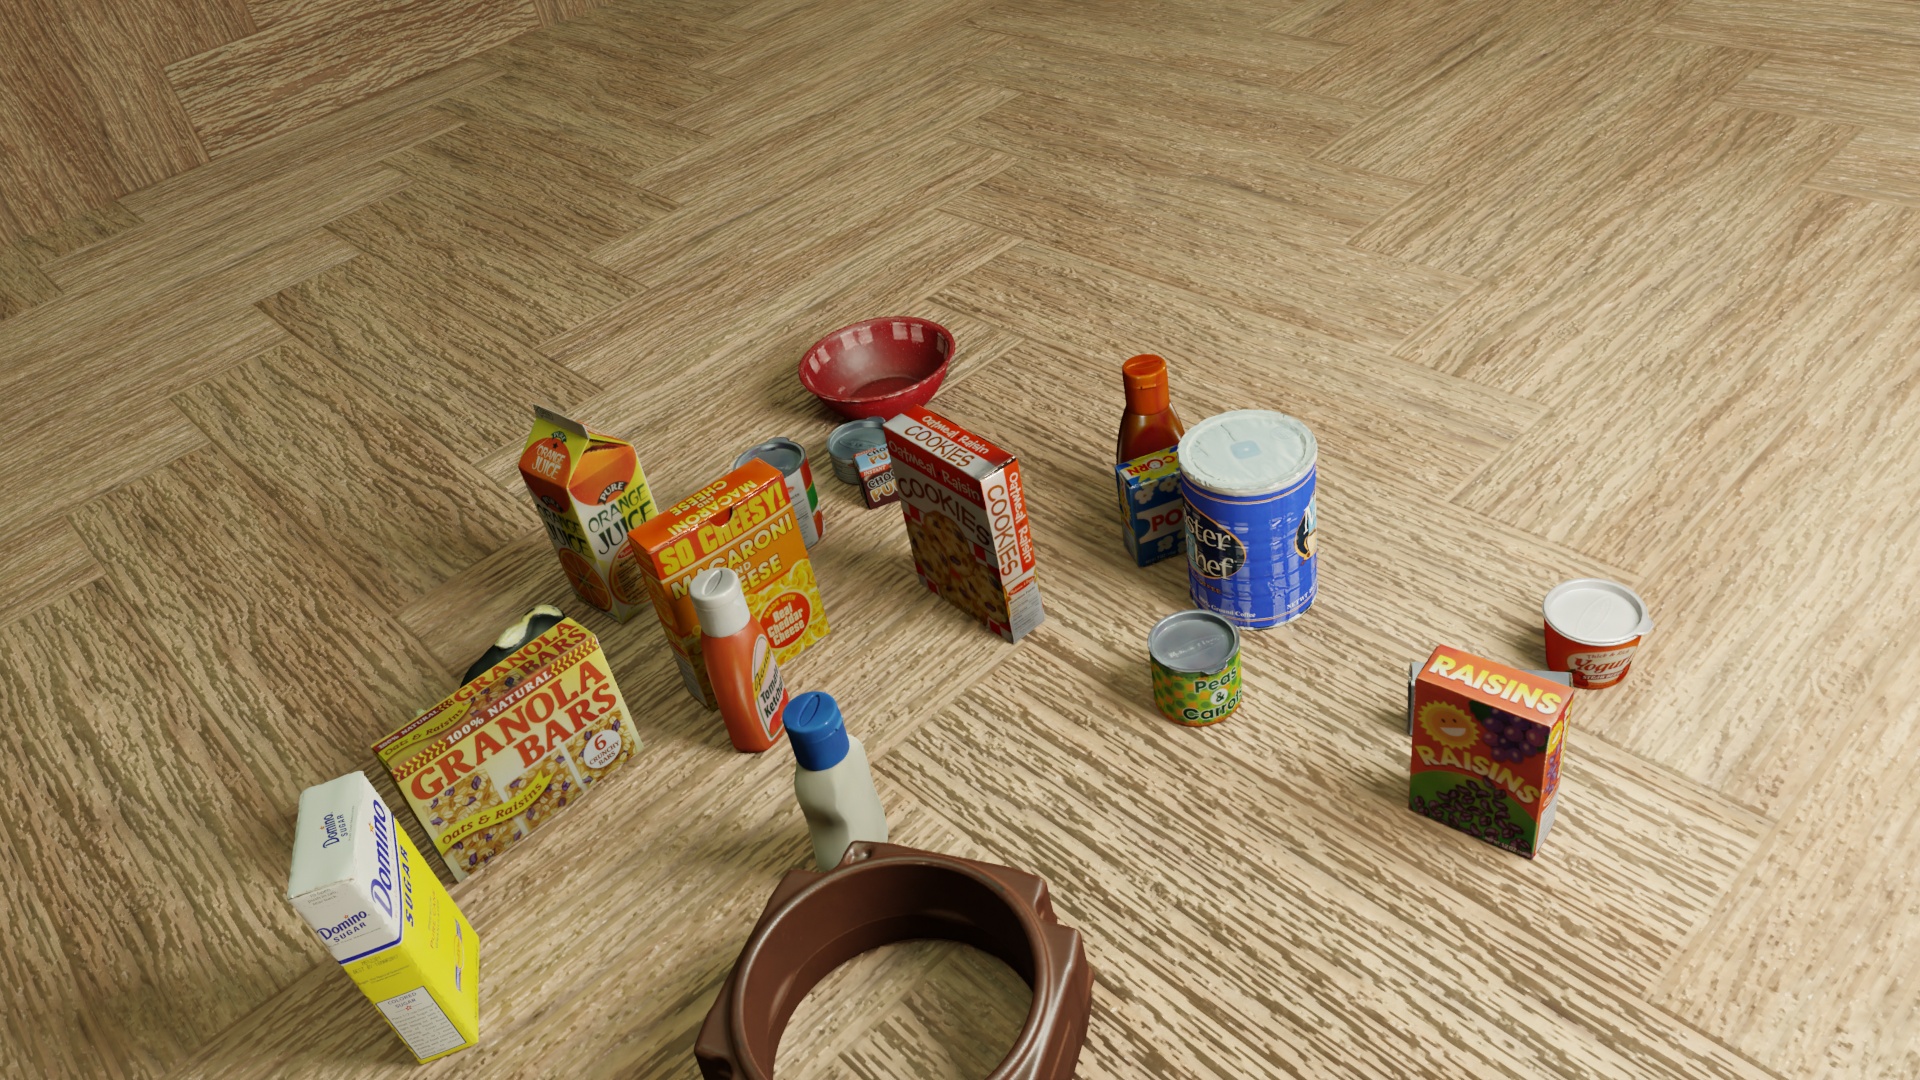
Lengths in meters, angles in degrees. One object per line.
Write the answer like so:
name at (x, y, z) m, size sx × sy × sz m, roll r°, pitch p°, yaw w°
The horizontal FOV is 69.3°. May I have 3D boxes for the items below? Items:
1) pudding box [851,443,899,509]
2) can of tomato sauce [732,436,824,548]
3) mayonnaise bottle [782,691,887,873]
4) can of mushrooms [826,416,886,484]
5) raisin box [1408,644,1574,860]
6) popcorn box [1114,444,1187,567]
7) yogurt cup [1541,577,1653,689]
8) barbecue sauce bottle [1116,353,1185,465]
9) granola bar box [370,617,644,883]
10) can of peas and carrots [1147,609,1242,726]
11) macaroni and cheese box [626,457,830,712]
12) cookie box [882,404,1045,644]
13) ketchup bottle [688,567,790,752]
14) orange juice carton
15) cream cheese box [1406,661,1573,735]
pudding box at (-0.054, -0.067, 1.287) m, size 0.084 × 0.049 × 0.030 m, roll -19°, pitch 38°, yaw -10°
can of tomato sauce at (-0.163, -0.039, 1.253) m, size 0.071 × 0.082 × 0.071 m, roll -7°, pitch 38°, yaw 6°
mayonnaise bottle at (-0.084, 0.164, 0.921) m, size 0.041 × 0.147 × 0.065 m, roll 3°, pitch 40°, yaw 19°
can of mushrooms at (-0.092, -0.087, 1.334) m, size 0.071 × 0.033 × 0.071 m, roll -7°, pitch 38°, yaw 6°
raisin box at (0.331, 0.132, 0.872) m, size 0.086 × 0.122 × 0.040 m, roll 21°, pitch 48°, yaw 35°
popcorn box at (0.195, -0.039, 1.156) m, size 0.127 × 0.084 × 0.038 m, roll -19°, pitch 38°, yaw -9°
yogurt cup at (0.445, 0.068, 0.981) m, size 0.072 × 0.053 × 0.073 m, roll -7°, pitch 38°, yaw 6°
barbecue sauce bottle at (0.161, -0.085, 1.173) m, size 0.065 × 0.147 × 0.044 m, roll -9°, pitch 38°, yaw 3°
granola bar box at (-0.327, 0.152, 1.019) m, size 0.166 × 0.123 × 0.039 m, roll -37°, pitch 44°, yaw -29°
can of peas and carrots at (0.173, 0.094, 1.014) m, size 0.071 × 0.058 × 0.071 m, roll -7°, pitch 38°, yaw 6°
macaroni and cheese box at (-0.177, 0.036, 1.093) m, size 0.124 × 0.165 × 0.040 m, roll -34°, pitch 43°, yaw -26°
cookie box at (0.004, -0.014, 1.108) m, size 0.040 × 0.166 × 0.123 m, roll -33°, pitch 42°, yaw -25°
ketchup bottle at (-0.166, 0.087, 1.039) m, size 0.043 × 0.148 × 0.065 m, roll 0°, pitch 39°, yaw 15°
orange juice carton at (-0.313, -0.030, 1.191) m, size 0.072 × 0.191 × 0.073 m, roll 22°, pitch 49°, yaw 36°
cream cheese box at (0.359, 0.112, 0.947) m, size 0.104 × 0.053 × 0.024 m, roll 3°, pitch 40°, yaw 18°
